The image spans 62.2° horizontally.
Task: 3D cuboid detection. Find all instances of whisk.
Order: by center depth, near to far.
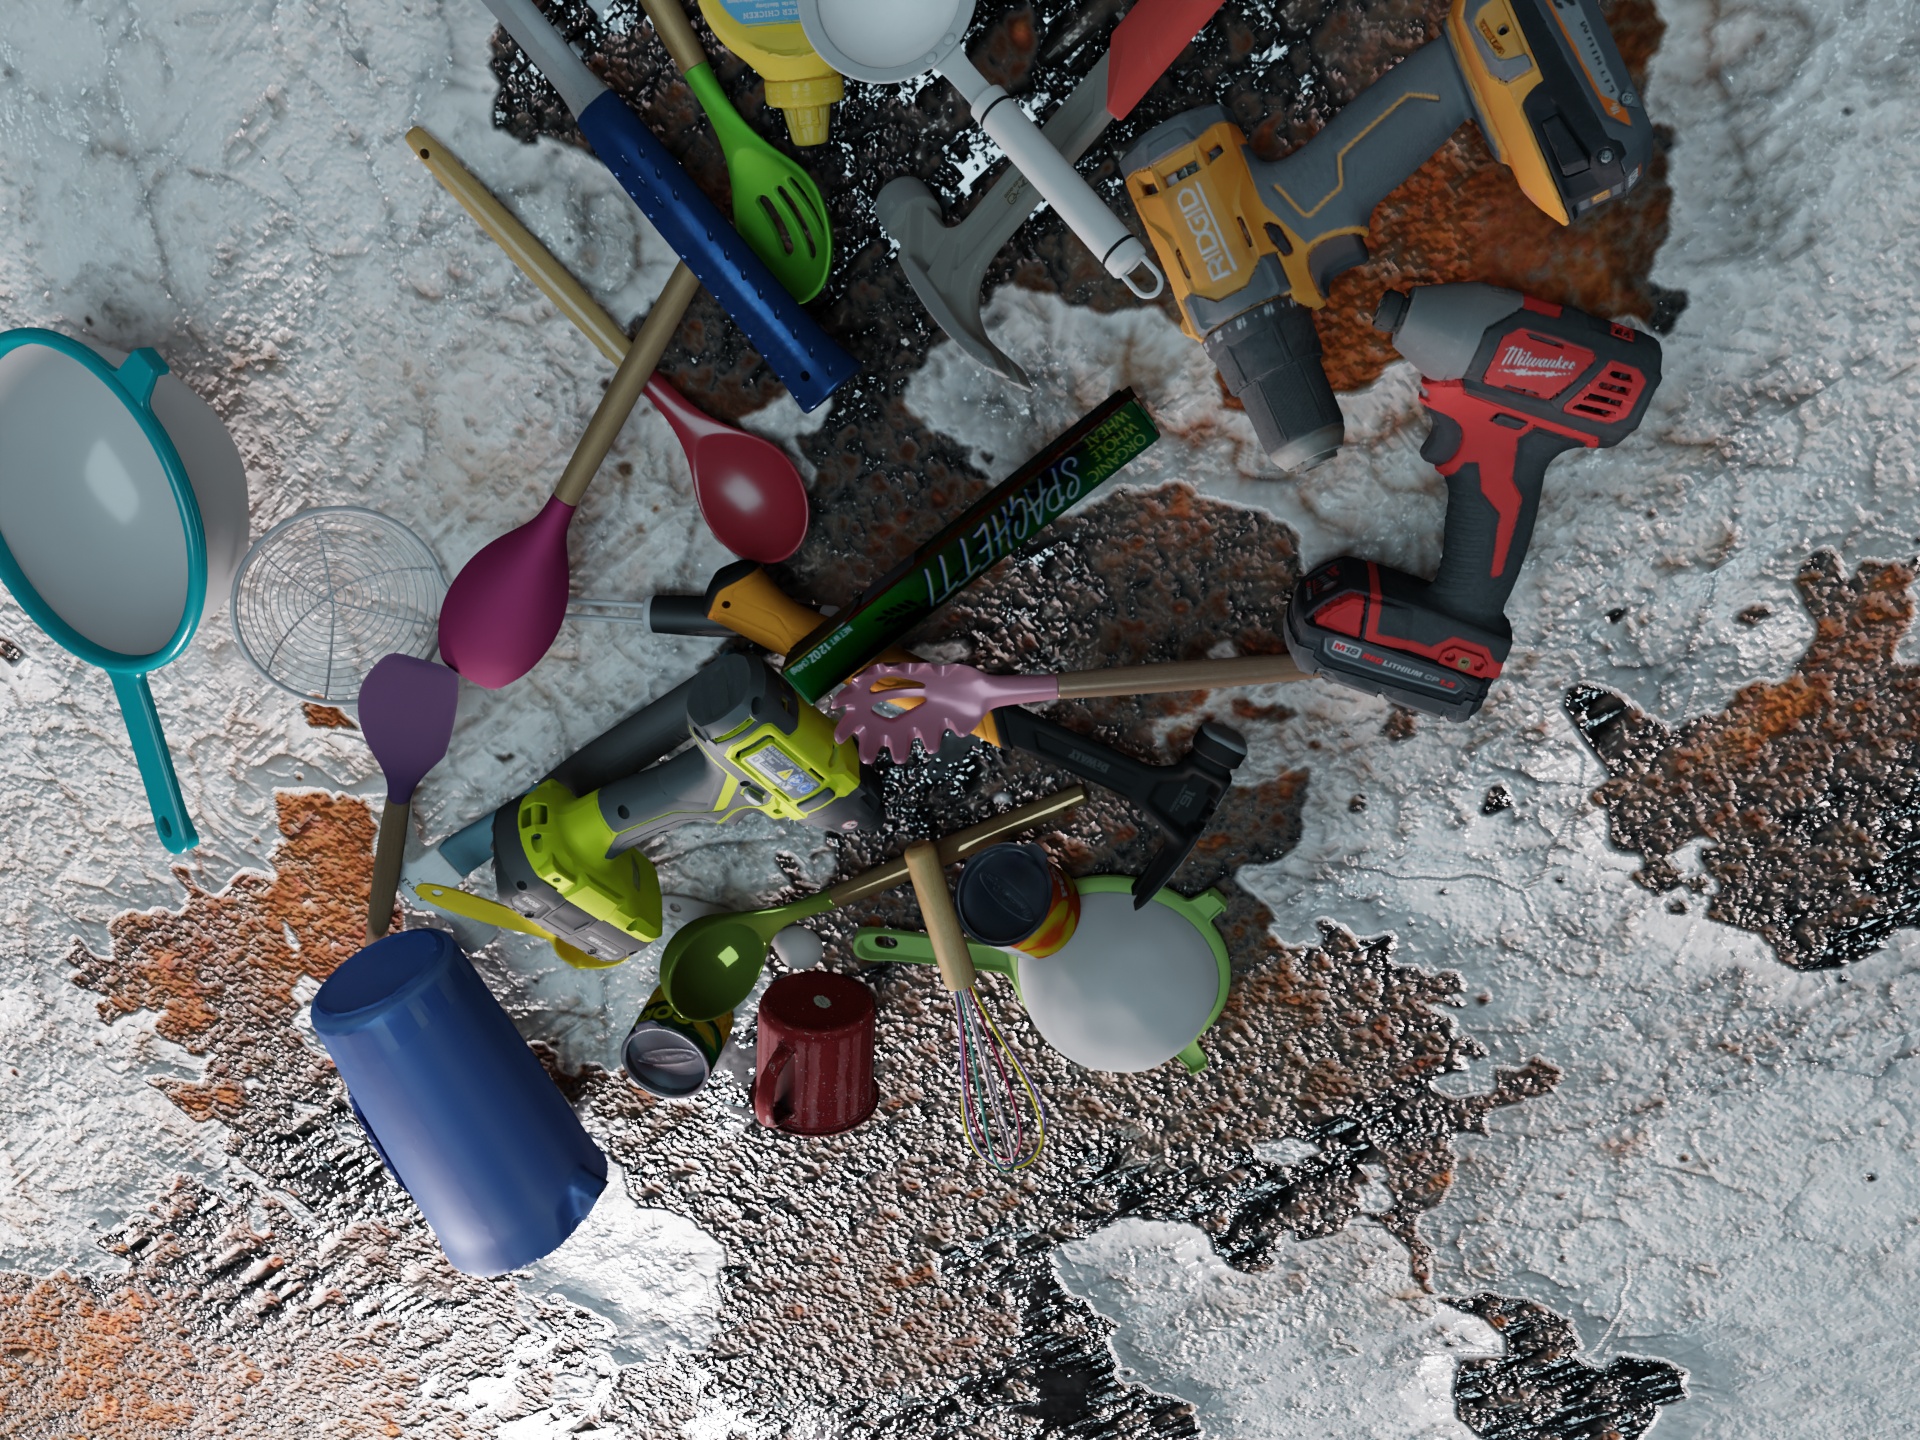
[{"bbox_3d":[0.003,0.191,1.037,0.047,0.051,0.245,-3,111,37],"label":"whisk"}]

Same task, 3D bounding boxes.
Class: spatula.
[{"bbox_3d":[-0.382,0.067,1.068,0.059,0.018,0.315,16,133,-11],"label":"spatula"}]

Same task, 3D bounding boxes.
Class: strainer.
[{"bbox_3d":[0.009,-0.292,0.748,0.087,0.050,0.258,-40,81,8],"label":"strainer"},{"bbox_3d":[-0.506,-0.084,1.008,0.211,0.095,0.340,8,116,26],"label":"strainer"},{"bbox_3d":[0.050,0.176,1.057,0.256,0.069,0.151,6,119,7],"label":"strainer"}]

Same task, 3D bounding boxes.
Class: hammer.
[{"bbox_3d":[0.104,-0.330,0.754,0.359,0.149,0.036,-45,146,23],"label":"hammer"},{"bbox_3d":[-0.203,-0.327,0.834,0.144,0.035,0.405,-36,100,26],"label":"hammer"},{"bbox_3d":[-0.002,-0.003,0.967,0.336,0.034,0.127,25,111,-7],"label":"hammer"},{"bbox_3d":[-0.264,0.045,1.075,0.331,0.033,0.128,-30,110,24],"label":"hammer"}]

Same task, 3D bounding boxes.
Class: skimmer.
[{"bbox_3d":[-0.259,-0.063,0.979,0.363,0.090,0.127,4,103,9],"label":"skimmer"}]

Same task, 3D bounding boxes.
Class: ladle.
[{"bbox_3d":[-0.202,-0.217,0.922,0.069,0.031,0.315,-38,103,23],"label":"ladle"},{"bbox_3d":[-0.059,0.117,1.048,0.320,0.062,0.078,-24,139,16],"label":"ladle"}]

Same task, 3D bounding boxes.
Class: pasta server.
[{"bbox_3d":[0.084,-0.019,0.923,0.316,0.040,0.060,-5,113,-2],"label":"pasta server"}]

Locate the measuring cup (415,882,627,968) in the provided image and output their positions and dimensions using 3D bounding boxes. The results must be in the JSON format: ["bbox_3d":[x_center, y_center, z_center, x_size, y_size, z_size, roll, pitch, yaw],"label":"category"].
[{"bbox_3d":[-0.299,0.131,1.104,0.156,0.029,0.062,23,128,-24],"label":"measuring cup"}]

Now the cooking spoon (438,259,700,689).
[{"bbox_3d":[-0.218,-0.150,0.923,0.068,0.017,0.319,31,109,-10],"label":"cooking spoon"}]

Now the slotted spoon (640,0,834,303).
[{"bbox_3d":[-0.150,-0.365,0.828,0.070,0.031,0.313,-12,115,44],"label":"slotted spoon"}]

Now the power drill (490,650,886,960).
[{"bbox_3d":[-0.169,0.062,1.013,0.223,0.080,0.171,-28,137,16],"label":"power drill"}]

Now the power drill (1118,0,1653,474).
[{"bbox_3d":[0.208,-0.241,0.763,0.226,0.084,0.185,-23,87,24],"label":"power drill"}]

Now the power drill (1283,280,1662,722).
[{"bbox_3d":[0.258,-0.121,0.849,0.143,0.079,0.219,19,118,1],"label":"power drill"}]

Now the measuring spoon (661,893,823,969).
[{"bbox_3d":[-0.157,0.148,1.116,0.124,0.018,0.034,18,121,3],"label":"measuring spoon"}]
